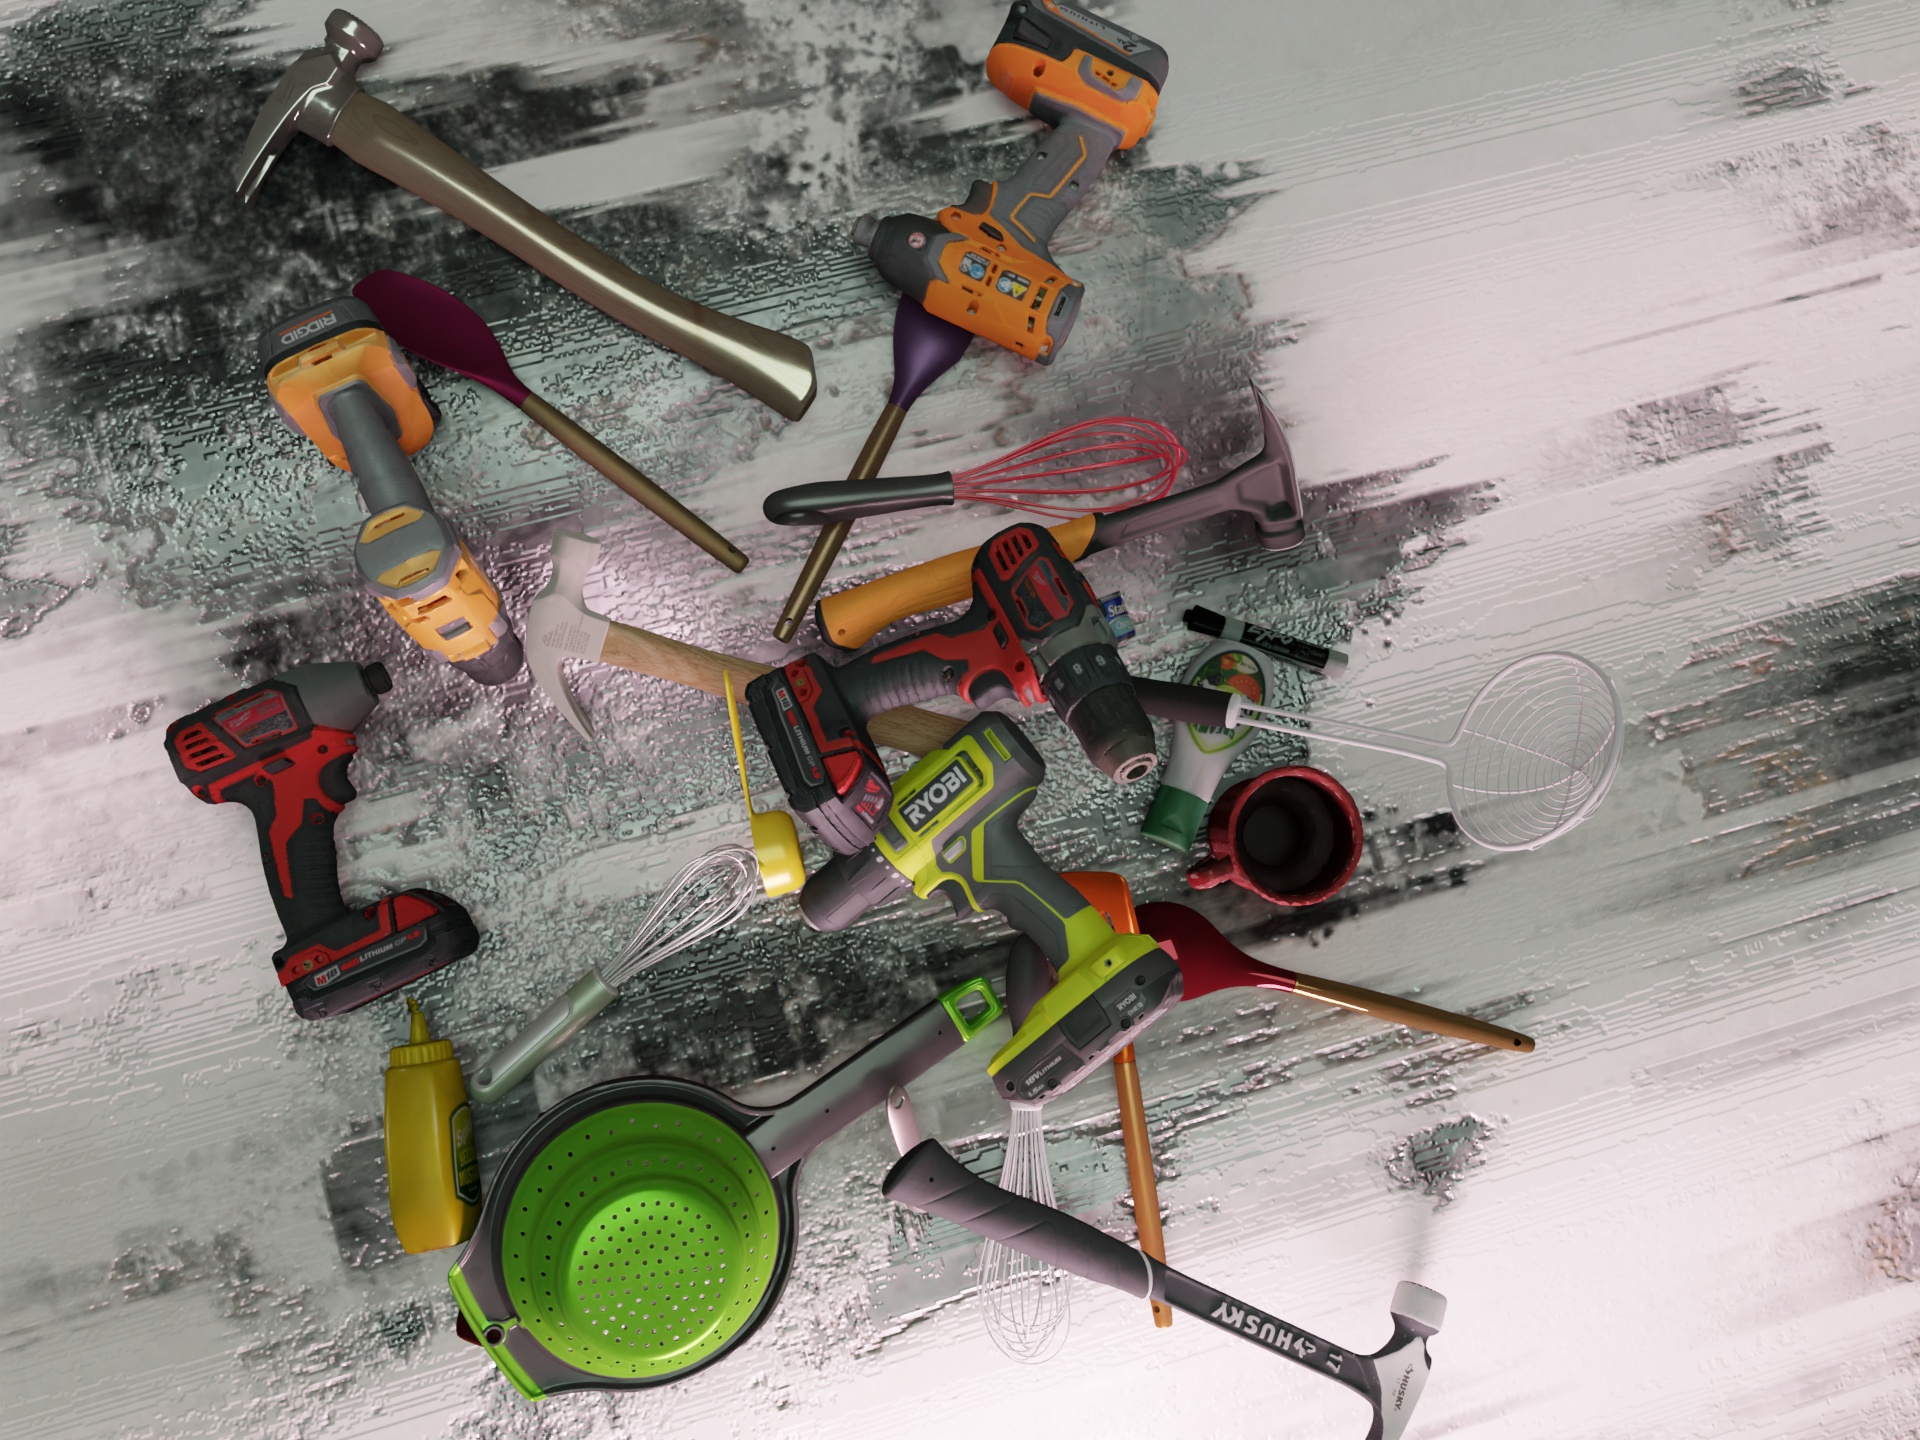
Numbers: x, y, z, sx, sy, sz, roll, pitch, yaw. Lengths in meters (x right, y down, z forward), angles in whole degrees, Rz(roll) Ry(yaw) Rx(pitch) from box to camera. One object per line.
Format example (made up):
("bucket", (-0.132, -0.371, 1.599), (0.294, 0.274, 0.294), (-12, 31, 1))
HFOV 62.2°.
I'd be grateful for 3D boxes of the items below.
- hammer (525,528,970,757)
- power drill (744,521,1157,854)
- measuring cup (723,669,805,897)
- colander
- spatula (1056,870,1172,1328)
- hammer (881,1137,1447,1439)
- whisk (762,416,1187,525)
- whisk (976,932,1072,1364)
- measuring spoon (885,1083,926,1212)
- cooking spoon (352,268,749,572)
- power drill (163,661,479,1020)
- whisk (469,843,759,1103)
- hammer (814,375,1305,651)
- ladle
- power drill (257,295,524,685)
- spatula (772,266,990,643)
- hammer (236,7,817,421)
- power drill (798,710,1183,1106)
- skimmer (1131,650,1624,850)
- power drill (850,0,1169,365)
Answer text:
("hammer", (-0.130, -0.019, 1.078), (0.331, 0.031, 0.130), (17, 100, -8))
("power drill", (-0.002, -0.003, 0.994), (0.226, 0.080, 0.188), (-29, 60, 3))
("measuring cup", (-0.130, 0.040, 1.055), (0.029, 0.062, 0.156), (-11, 101, -4))
("colander", (-0.130, 0.290, 1.015), (0.397, 0.094, 0.204), (-33, 97, -14))
("spatula", (0.110, 0.259, 1.088), (0.081, 0.041, 0.322), (-8, 91, 37))
("hammer", (0.133, 0.375, 1.042), (0.408, 0.036, 0.149), (27, 72, -13))
("whisk", (0.013, -0.161, 1.088), (0.296, 0.073, 0.073), (-8, 87, -7))
("whisk", (0.043, 0.287, 1.075), (0.070, 0.070, 0.285), (1, 83, -6))
("measuring spoon", (-0.029, 0.284, 1.048), (0.034, 0.018, 0.124), (-40, 134, -31))
("cooking spoon", (-0.275, -0.202, 1.086), (0.319, 0.017, 0.069), (37, 45, -5))
("power drill", (-0.407, 0.071, 1.036), (0.143, 0.078, 0.220), (-26, 86, -7))
("whisk", (-0.231, 0.169, 1.060), (0.246, 0.059, 0.058), (-41, 53, -2))
("hammer", (0.060, -0.121, 1.068), (0.337, 0.034, 0.127), (-18, 133, 6))
("ladle", (0.256, 0.191, 1.117), (0.315, 0.031, 0.069), (15, 86, -6))
("power drill", (-0.353, -0.134, 1.023), (0.084, 0.185, 0.226), (-27, 70, -7))
("spatula", (-0.058, -0.197, 1.112), (0.060, 0.018, 0.316), (26, 83, -3))
("hammer", (-0.286, -0.316, 1.089), (0.410, 0.038, 0.146), (31, 86, -3))
("power drill", (0.016, 0.133, 1.039), (0.190, 0.080, 0.229), (-41, 72, 9))
("skimmer", (0.228, -0.005, 1.015), (0.363, 0.090, 0.127), (11, 77, 24))
("power drill", (0.034, -0.377, 1.097), (0.164, 0.084, 0.226), (24, 83, -4))
